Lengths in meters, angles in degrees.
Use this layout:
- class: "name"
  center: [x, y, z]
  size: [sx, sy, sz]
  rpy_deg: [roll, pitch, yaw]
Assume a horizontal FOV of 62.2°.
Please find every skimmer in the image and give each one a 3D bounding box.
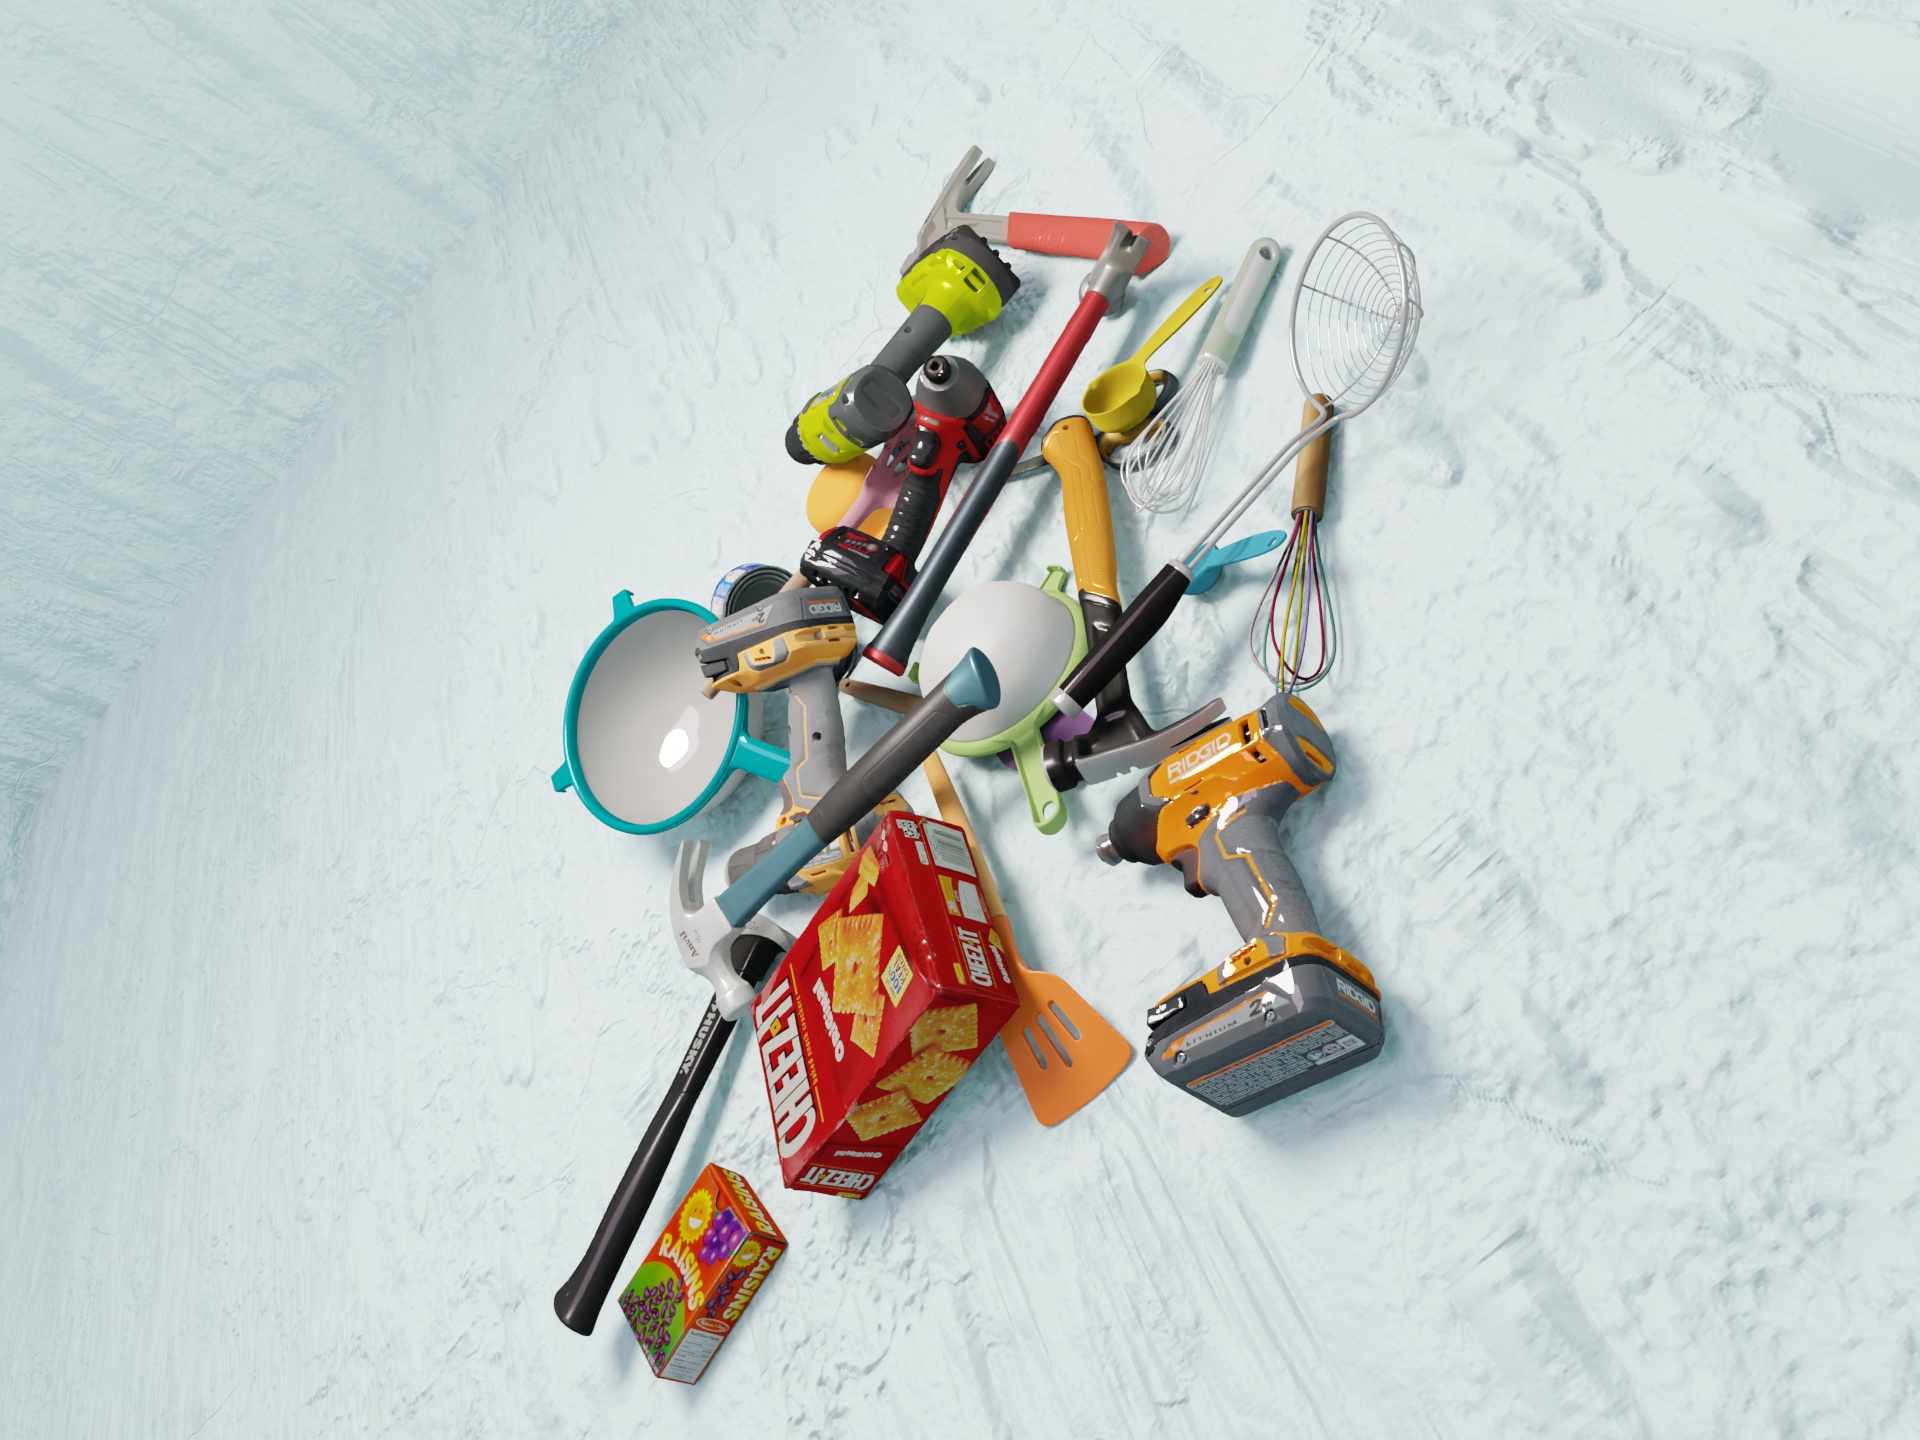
- class: "skimmer"
  center: [0.165, -0.161, 1.027]
  size: [0.363, 0.090, 0.127]
  rpy_deg: [-49, 29, 1]

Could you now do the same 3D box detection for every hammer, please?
- class: "hammer"
  center: [0.072, -0.452, 1.447]
  size: [0.149, 0.036, 0.359]
  rpy_deg: [-59, 36, -1]
- class: "hammer"
  center: [-0.216, 0.301, 1.215]
  size: [0.146, 0.035, 0.335]
  rpy_deg: [0, 58, 48]
- class: "hammer"
  center: [0.035, -0.209, 1.245]
  size: [0.386, 0.038, 0.143]
  rpy_deg: [-60, 2, -6]
- class: "hammer"
  center: [0.104, -0.103, 1.136]
  size: [0.127, 0.034, 0.337]
  rpy_deg: [-19, 48, 16]
- class: "hammer"
  center: [-0.092, 0.071, 1.150]
  size: [0.331, 0.033, 0.128]
  rpy_deg: [-43, 69, 19]

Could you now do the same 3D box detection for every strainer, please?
- class: "strainer"
  center: [-0.198, 0.020, 1.392]
  size: [0.340, 0.095, 0.211]
  rpy_deg: [19, 90, 32]
- class: "strainer"
  center: [0.026, -0.020, 1.142]
  size: [0.151, 0.069, 0.257]
  rpy_deg: [-35, 36, 15]

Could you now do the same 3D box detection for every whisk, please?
- class: "whisk"
  center: [0.183, -0.257, 1.176]
  size: [0.246, 0.058, 0.059]
  rpy_deg: [-64, 7, -14]
- class: "whisk"
  center: [0.224, -0.118, 1.033]
  size: [0.051, 0.047, 0.245]
  rpy_deg: [-18, 49, 43]

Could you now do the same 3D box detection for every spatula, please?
- class: "spatula"
  center: [0.024, 0.125, 1.087]
  size: [0.081, 0.041, 0.323]
  rpy_deg: [-45, 39, 18]
- class: "spatula"
  center: [-0.002, -0.004, 1.229]
  size: [0.316, 0.018, 0.060]
  rpy_deg: [15, 73, 51]

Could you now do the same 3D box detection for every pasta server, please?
- class: "pasta server"
  center: [-0.115, -0.140, 1.359]
  size: [0.316, 0.060, 0.040]
  rpy_deg: [-52, 31, -16]

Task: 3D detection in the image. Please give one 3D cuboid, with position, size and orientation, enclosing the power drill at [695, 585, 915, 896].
- class: "power drill"
  center: [-0.137, 0.027, 1.247]
  size: [0.185, 0.084, 0.226]
  rpy_deg: [-20, 84, 38]

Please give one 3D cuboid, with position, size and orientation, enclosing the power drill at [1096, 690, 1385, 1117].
- class: "power drill"
  center: [0.152, 0.107, 0.927]
  size: [0.164, 0.084, 0.227]
  rpy_deg: [-33, 39, 31]

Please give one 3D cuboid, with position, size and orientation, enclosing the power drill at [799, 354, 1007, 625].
- class: "power drill"
  center: [-0.039, -0.192, 1.303]
  size: [0.078, 0.143, 0.220]
  rpy_deg: [26, 85, 18]

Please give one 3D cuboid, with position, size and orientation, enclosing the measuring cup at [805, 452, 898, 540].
- class: "measuring cup"
  center: [-0.090, -0.178, 1.423]
  size: [0.095, 0.052, 0.174]
  rpy_deg: [-44, 37, 18]

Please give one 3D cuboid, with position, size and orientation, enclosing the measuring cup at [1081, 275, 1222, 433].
- class: "measuring cup"
  center: [0.156, -0.280, 1.224]
  size: [0.156, 0.029, 0.062]
  rpy_deg: [-48, 35, -11]

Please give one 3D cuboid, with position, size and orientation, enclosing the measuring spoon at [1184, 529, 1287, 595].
- class: "measuring spoon"
  center: [0.184, -0.105, 1.060]
  size: [0.042, 0.021, 0.128]
  rpy_deg: [-57, 17, -17]

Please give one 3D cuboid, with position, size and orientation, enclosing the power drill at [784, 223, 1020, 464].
- class: "power drill"
  center: [-0.062, -0.321, 1.419]
  size: [0.228, 0.080, 0.190]
  rpy_deg: [-54, 20, -18]
